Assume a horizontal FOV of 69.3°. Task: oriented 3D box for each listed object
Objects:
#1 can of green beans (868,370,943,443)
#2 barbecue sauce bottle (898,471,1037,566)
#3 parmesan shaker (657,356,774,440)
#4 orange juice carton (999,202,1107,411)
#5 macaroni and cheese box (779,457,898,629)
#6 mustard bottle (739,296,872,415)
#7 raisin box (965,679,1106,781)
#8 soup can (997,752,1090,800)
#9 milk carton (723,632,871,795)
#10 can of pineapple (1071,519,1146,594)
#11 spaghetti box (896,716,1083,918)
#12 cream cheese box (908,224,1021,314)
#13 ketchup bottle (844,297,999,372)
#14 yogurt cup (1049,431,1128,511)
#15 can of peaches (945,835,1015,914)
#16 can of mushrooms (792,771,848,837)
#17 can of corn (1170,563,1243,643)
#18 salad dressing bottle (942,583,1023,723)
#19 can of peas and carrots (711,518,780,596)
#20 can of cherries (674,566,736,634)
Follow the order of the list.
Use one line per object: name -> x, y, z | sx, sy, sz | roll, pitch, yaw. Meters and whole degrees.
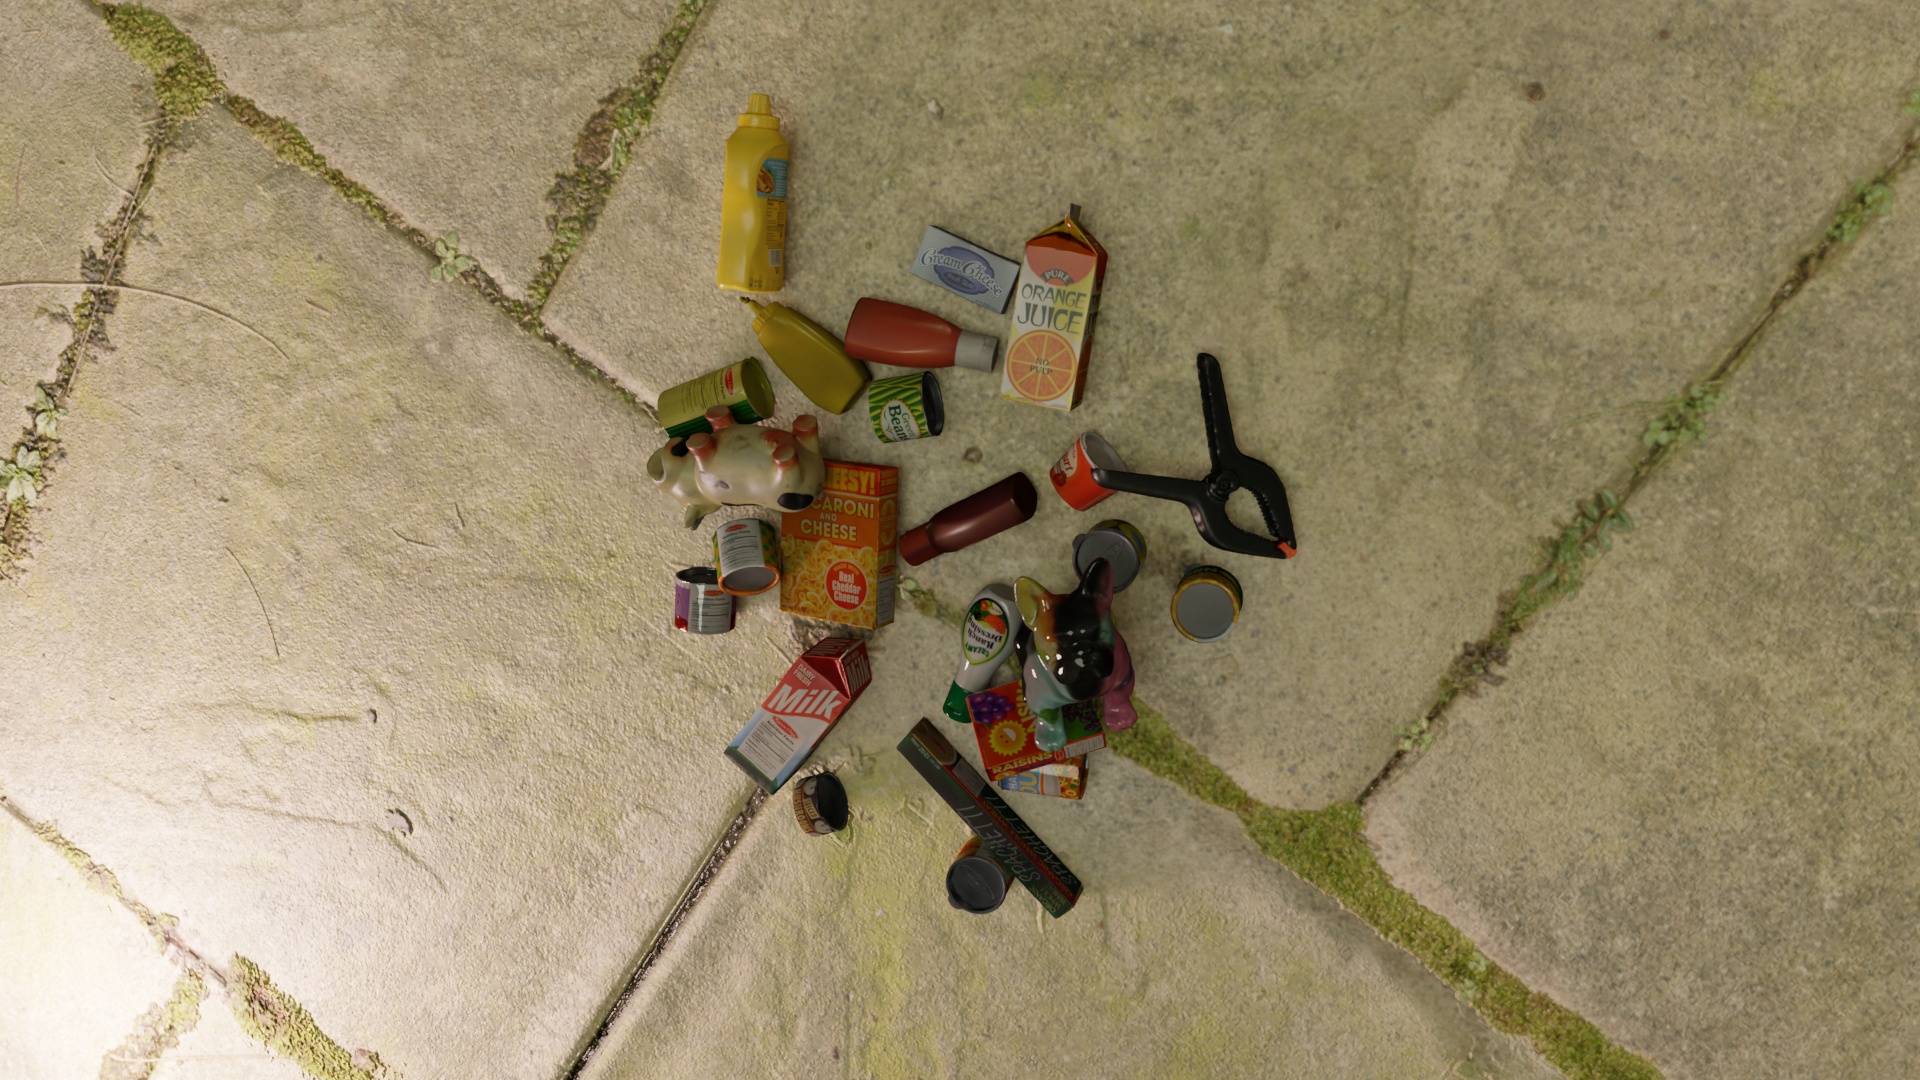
can of green beans -> -0.054, -0.133, 1.398 | 0.058, 0.071, 0.071 | -8, 99, 17
barbecue sauce bottle -> 0.005, -0.018, 1.409 | 0.148, 0.065, 0.043 | -25, 112, 27
parmesan shaker -> -0.256, -0.145, 1.453 | 0.103, 0.071, 0.071 | -18, 96, 18
orange juice carton -> 0.094, -0.227, 1.337 | 0.073, 0.072, 0.192 | 12, 104, 12
macaroni and cheese box -> -0.127, -0.001, 1.445 | 0.124, 0.040, 0.166 | 9, 102, 28
mustard bottle -> -0.165, -0.200, 1.425 | 0.160, 0.049, 0.065 | 43, 108, 4
raisin box -> 0.075, 0.183, 1.398 | 0.123, 0.040, 0.086 | -17, 57, -1
soup can -> 0.087, 0.231, 1.429 | 0.084, 0.071, 0.071 | 6, 102, 14
milk carton -> -0.162, 0.174, 1.485 | 0.073, 0.072, 0.190 | 41, 109, 4
can of pineapple -> 0.147, 0.014, 1.377 | 0.071, 0.058, 0.071 | 3, 101, 14
spaghetti box -> 0.032, 0.293, 1.467 | 0.250, 0.050, 0.028 | 47, 111, 2
cream cheese box -> 0.006, -0.269, 1.378 | 0.104, 0.024, 0.053 | 26, 105, 9
ketchup bottle -> -0.037, -0.200, 1.387 | 0.149, 0.043, 0.065 | 13, 62, 7
yogurt cup -> 0.125, -0.065, 1.365 | 0.053, 0.073, 0.072 | -40, 89, 27
can of peaches -> 0.022, 0.356, 1.477 | 0.071, 0.058, 0.071 | 3, 102, 14
can of mushrooms -> -0.152, 0.286, 1.504 | 0.033, 0.071, 0.071 | -18, 96, 19
can of corn -> 0.240, 0.060, 1.360 | 0.071, 0.058, 0.071 | 3, 102, 14
salad dressing bottle -> 0.022, 0.118, 1.437 | 0.064, 0.044, 0.147 | 29, 110, 25
can of peas and carrots -> -0.224, 0.019, 1.461 | 0.071, 0.071, 0.059 | -24, 58, 18
can of cherries -> -0.275, 0.064, 1.499 | 0.071, 0.072, 0.058 | 8, 104, 14
